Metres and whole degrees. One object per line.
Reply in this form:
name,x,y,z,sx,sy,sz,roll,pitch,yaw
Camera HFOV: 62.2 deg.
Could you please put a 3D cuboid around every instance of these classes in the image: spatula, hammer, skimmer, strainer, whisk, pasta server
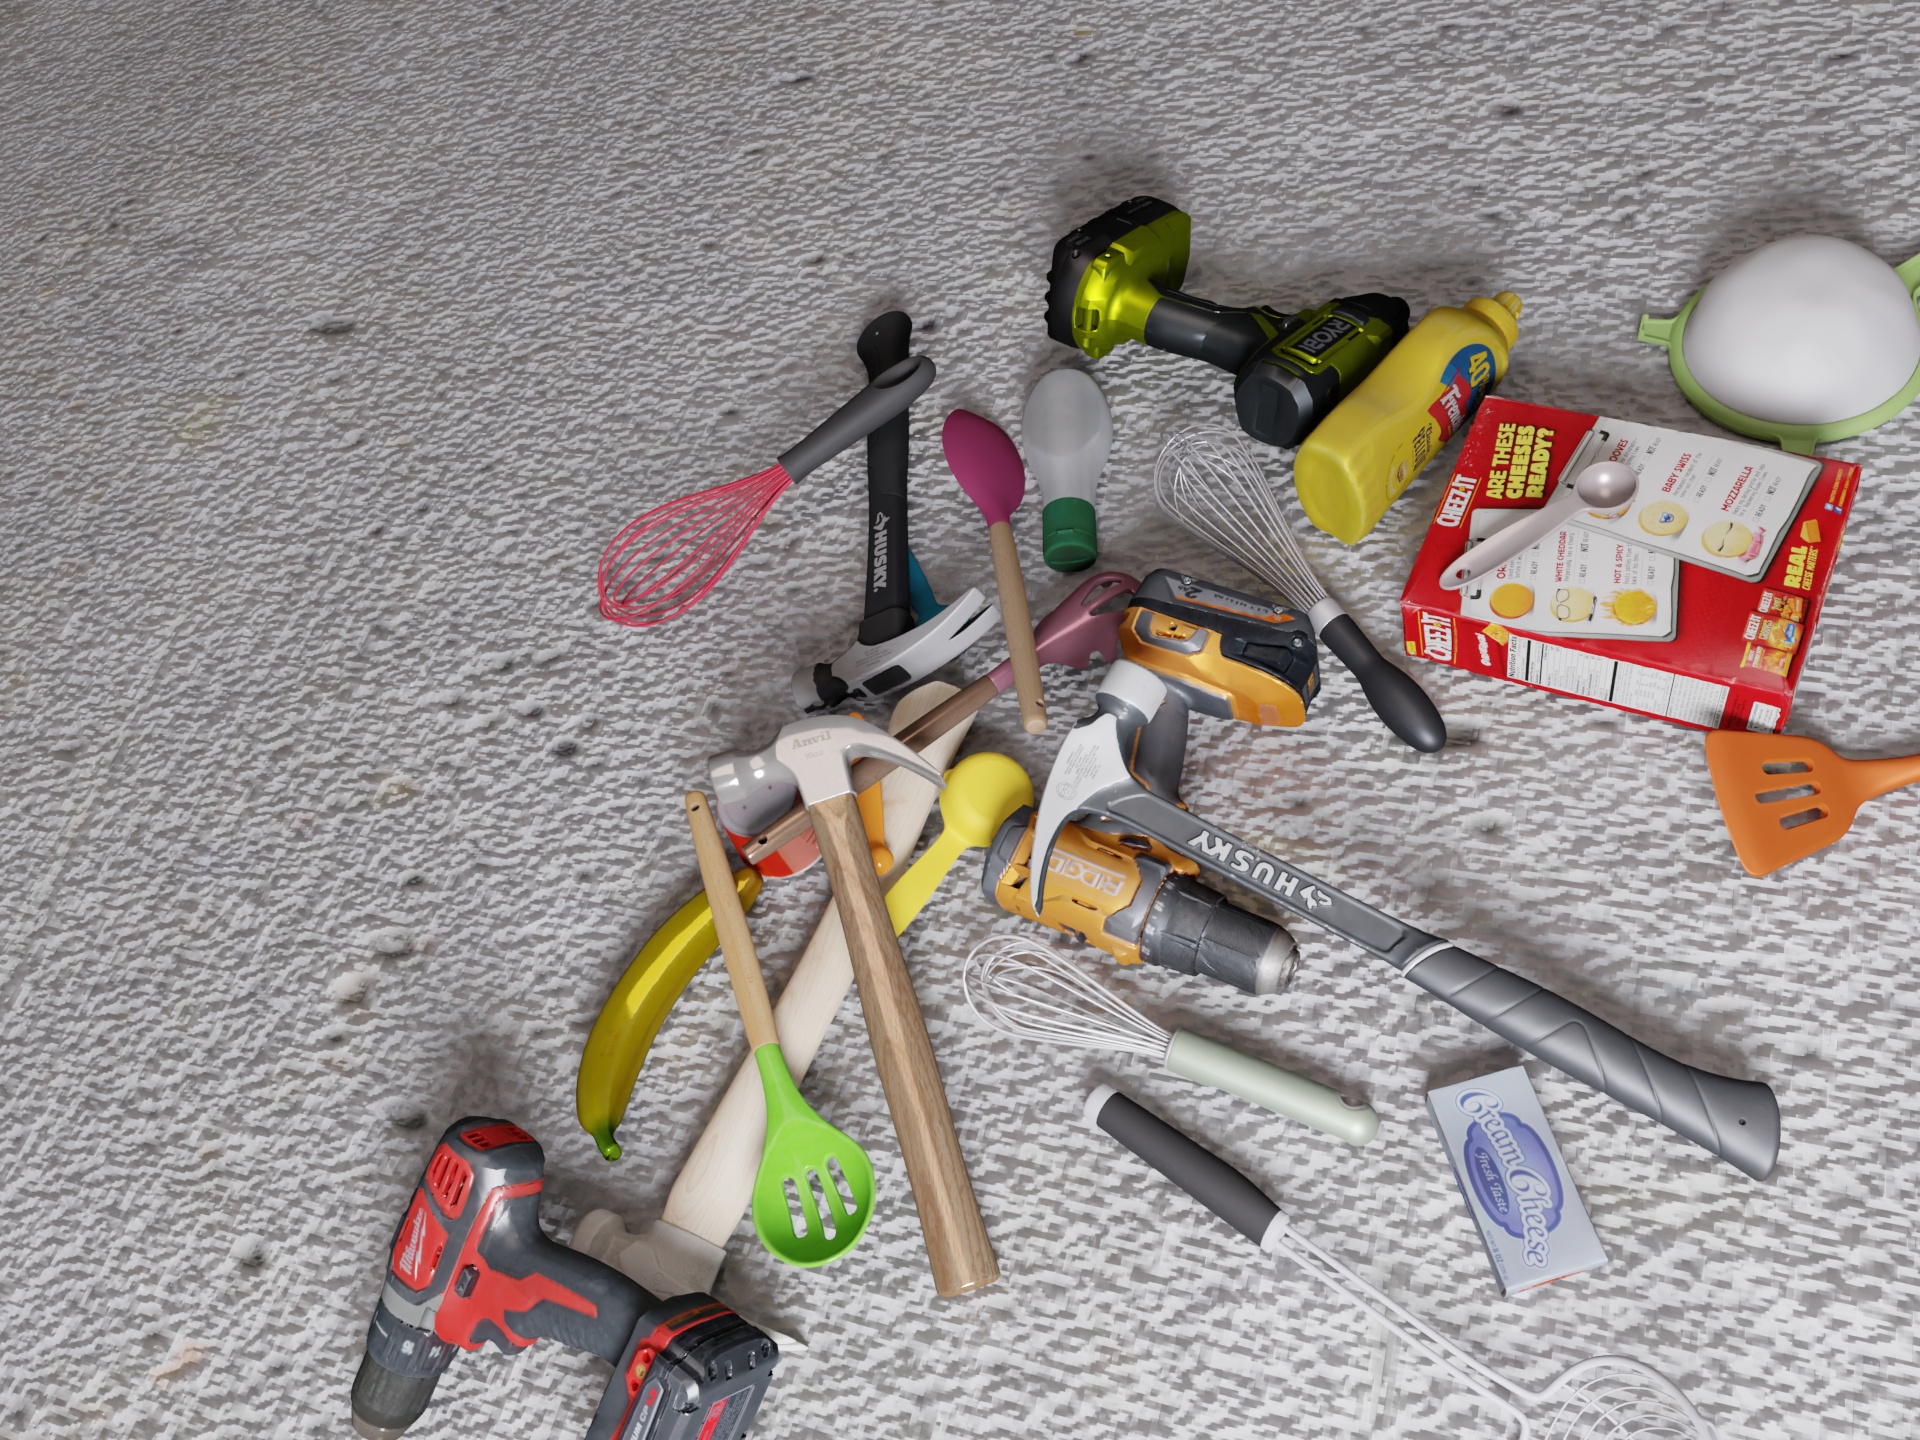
spatula,0.559,0.013,0.837,0.322,0.041,0.081,-13,77,8
hammer,-0.075,0.158,0.949,0.146,0.038,0.411,16,66,23
skimmer,0.190,0.286,0.760,0.364,0.090,0.127,31,105,32
hammer,0.222,0.119,0.829,0.409,0.036,0.149,28,78,17
hammer,-0.046,-0.165,1.117,0.146,0.035,0.335,-20,52,25
hammer,-0.040,0.151,0.894,0.130,0.031,0.331,-18,73,2
strainer,0.569,-0.277,0.987,0.256,0.069,0.152,-31,56,0
whisk,0.211,-0.087,0.998,0.070,0.070,0.285,-32,62,-3
whisk,-0.139,-0.165,1.124,0.296,0.073,0.073,-36,57,3
whisk,0.110,0.179,0.879,0.246,0.058,0.059,19,102,22
pasta server,-0.002,-0.003,0.992,0.316,0.040,0.060,-35,63,-14

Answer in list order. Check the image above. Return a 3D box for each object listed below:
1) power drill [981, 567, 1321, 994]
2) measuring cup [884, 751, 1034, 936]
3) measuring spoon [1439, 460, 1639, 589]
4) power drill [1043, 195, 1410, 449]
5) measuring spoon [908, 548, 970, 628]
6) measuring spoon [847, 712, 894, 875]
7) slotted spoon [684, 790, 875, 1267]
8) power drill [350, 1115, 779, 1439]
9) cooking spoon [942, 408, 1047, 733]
power drill,0.139,0.040,0.930,0.185,0.084,0.226,21,72,24
measuring cup,-0.010,0.080,0.951,0.062,0.029,0.156,39,61,3
measuring spoon,0.331,-0.107,0.912,0.124,0.018,0.034,-31,53,7
power drill,0.185,-0.278,1.091,0.223,0.080,0.171,31,51,27
measuring spoon,-0.032,-0.093,1.091,0.042,0.021,0.129,-30,56,-1
measuring spoon,-0.059,0.043,0.984,0.021,0.011,0.117,-15,58,5
slotted spoon,-0.116,0.167,0.919,0.070,0.031,0.314,-23,56,0
power drill,-0.226,0.344,0.846,0.227,0.080,0.188,26,96,27
cooking spoon,0.029,-0.108,1.029,0.017,0.068,0.319,-51,31,35
